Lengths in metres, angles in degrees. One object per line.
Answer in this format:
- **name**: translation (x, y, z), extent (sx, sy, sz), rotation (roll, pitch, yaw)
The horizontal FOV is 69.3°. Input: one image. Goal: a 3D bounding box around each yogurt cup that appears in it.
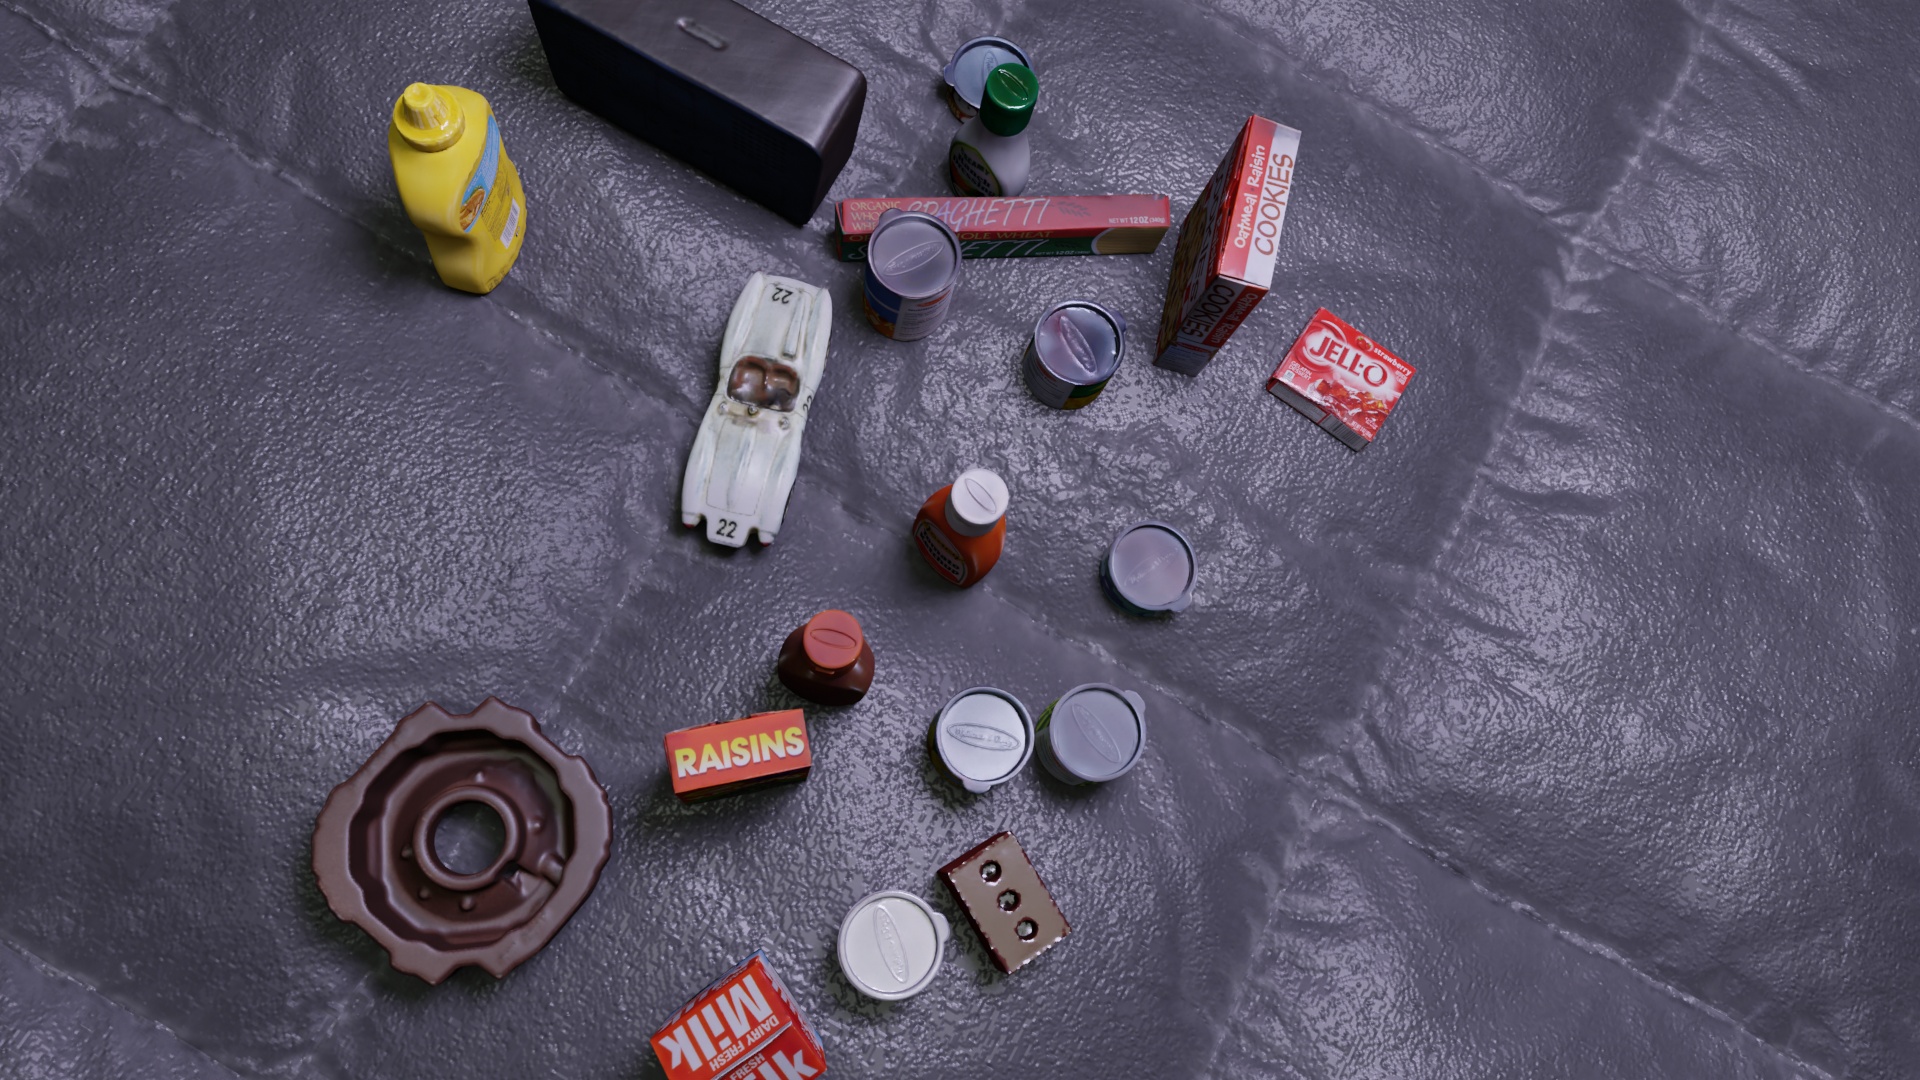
- **yogurt cup**: translation (-0.047, 0.262, 0.904), extent (0.072, 0.053, 0.072), rotation (2, 76, -7)

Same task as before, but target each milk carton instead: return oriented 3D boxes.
- **milk carton**: translation (-0.128, 0.295, 0.813), extent (0.072, 0.190, 0.073), rotation (-34, 83, -14)

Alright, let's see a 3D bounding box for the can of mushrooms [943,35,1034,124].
- **can of mushrooms**: translation (0.020, -0.354, 1.079), extent (0.071, 0.033, 0.071), rotation (2, 76, -7)

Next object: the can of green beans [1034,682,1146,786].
- **can of green beans**: translation (0.088, 0.134, 0.952), extent (0.071, 0.057, 0.071), rotation (2, 76, -7)

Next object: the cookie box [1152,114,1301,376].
- **cookie box**: translation (0.186, -0.206, 0.995), extent (0.040, 0.167, 0.123), rotation (15, 75, -4)

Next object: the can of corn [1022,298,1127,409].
- **can of corn**: translation (0.084, -0.137, 1.020), extent (0.071, 0.058, 0.071), rotation (2, 76, -7)

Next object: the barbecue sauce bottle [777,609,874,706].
- **barbecue sauce bottle**: translation (-0.085, 0.076, 0.896), extent (0.065, 0.148, 0.044), rotation (16, 75, -4)

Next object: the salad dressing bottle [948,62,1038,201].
- **salad dressing bottle**: translation (0.026, -0.290, 1.004), extent (0.044, 0.147, 0.064), rotation (-43, 85, -15)

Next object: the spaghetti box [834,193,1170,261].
- **spaghetti box**: translation (0.031, -0.235, 1.042), extent (0.250, 0.050, 0.029), rotation (-3, 77, -9)

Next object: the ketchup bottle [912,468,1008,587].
- **ketchup bottle**: translation (0.003, -0.012, 0.930), extent (0.043, 0.148, 0.065), rotation (-41, 85, -15)

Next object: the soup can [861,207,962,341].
- **soup can**: translation (-0.038, -0.192, 1.004), extent (0.071, 0.083, 0.071), rotation (2, 76, -7)

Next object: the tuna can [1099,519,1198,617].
- **tuna can**: translation (0.137, 0.023, 1.000), extent (0.071, 0.032, 0.071), rotation (2, 76, -7)

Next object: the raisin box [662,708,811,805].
- **raisin box**: translation (-0.140, 0.139, 0.886), extent (0.086, 0.123, 0.040), rotation (-9, 78, -10)

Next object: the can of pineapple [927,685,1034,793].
- **can of pineapple**: translation (0.012, 0.136, 0.941), extent (0.071, 0.057, 0.071), rotation (2, 76, -7)
